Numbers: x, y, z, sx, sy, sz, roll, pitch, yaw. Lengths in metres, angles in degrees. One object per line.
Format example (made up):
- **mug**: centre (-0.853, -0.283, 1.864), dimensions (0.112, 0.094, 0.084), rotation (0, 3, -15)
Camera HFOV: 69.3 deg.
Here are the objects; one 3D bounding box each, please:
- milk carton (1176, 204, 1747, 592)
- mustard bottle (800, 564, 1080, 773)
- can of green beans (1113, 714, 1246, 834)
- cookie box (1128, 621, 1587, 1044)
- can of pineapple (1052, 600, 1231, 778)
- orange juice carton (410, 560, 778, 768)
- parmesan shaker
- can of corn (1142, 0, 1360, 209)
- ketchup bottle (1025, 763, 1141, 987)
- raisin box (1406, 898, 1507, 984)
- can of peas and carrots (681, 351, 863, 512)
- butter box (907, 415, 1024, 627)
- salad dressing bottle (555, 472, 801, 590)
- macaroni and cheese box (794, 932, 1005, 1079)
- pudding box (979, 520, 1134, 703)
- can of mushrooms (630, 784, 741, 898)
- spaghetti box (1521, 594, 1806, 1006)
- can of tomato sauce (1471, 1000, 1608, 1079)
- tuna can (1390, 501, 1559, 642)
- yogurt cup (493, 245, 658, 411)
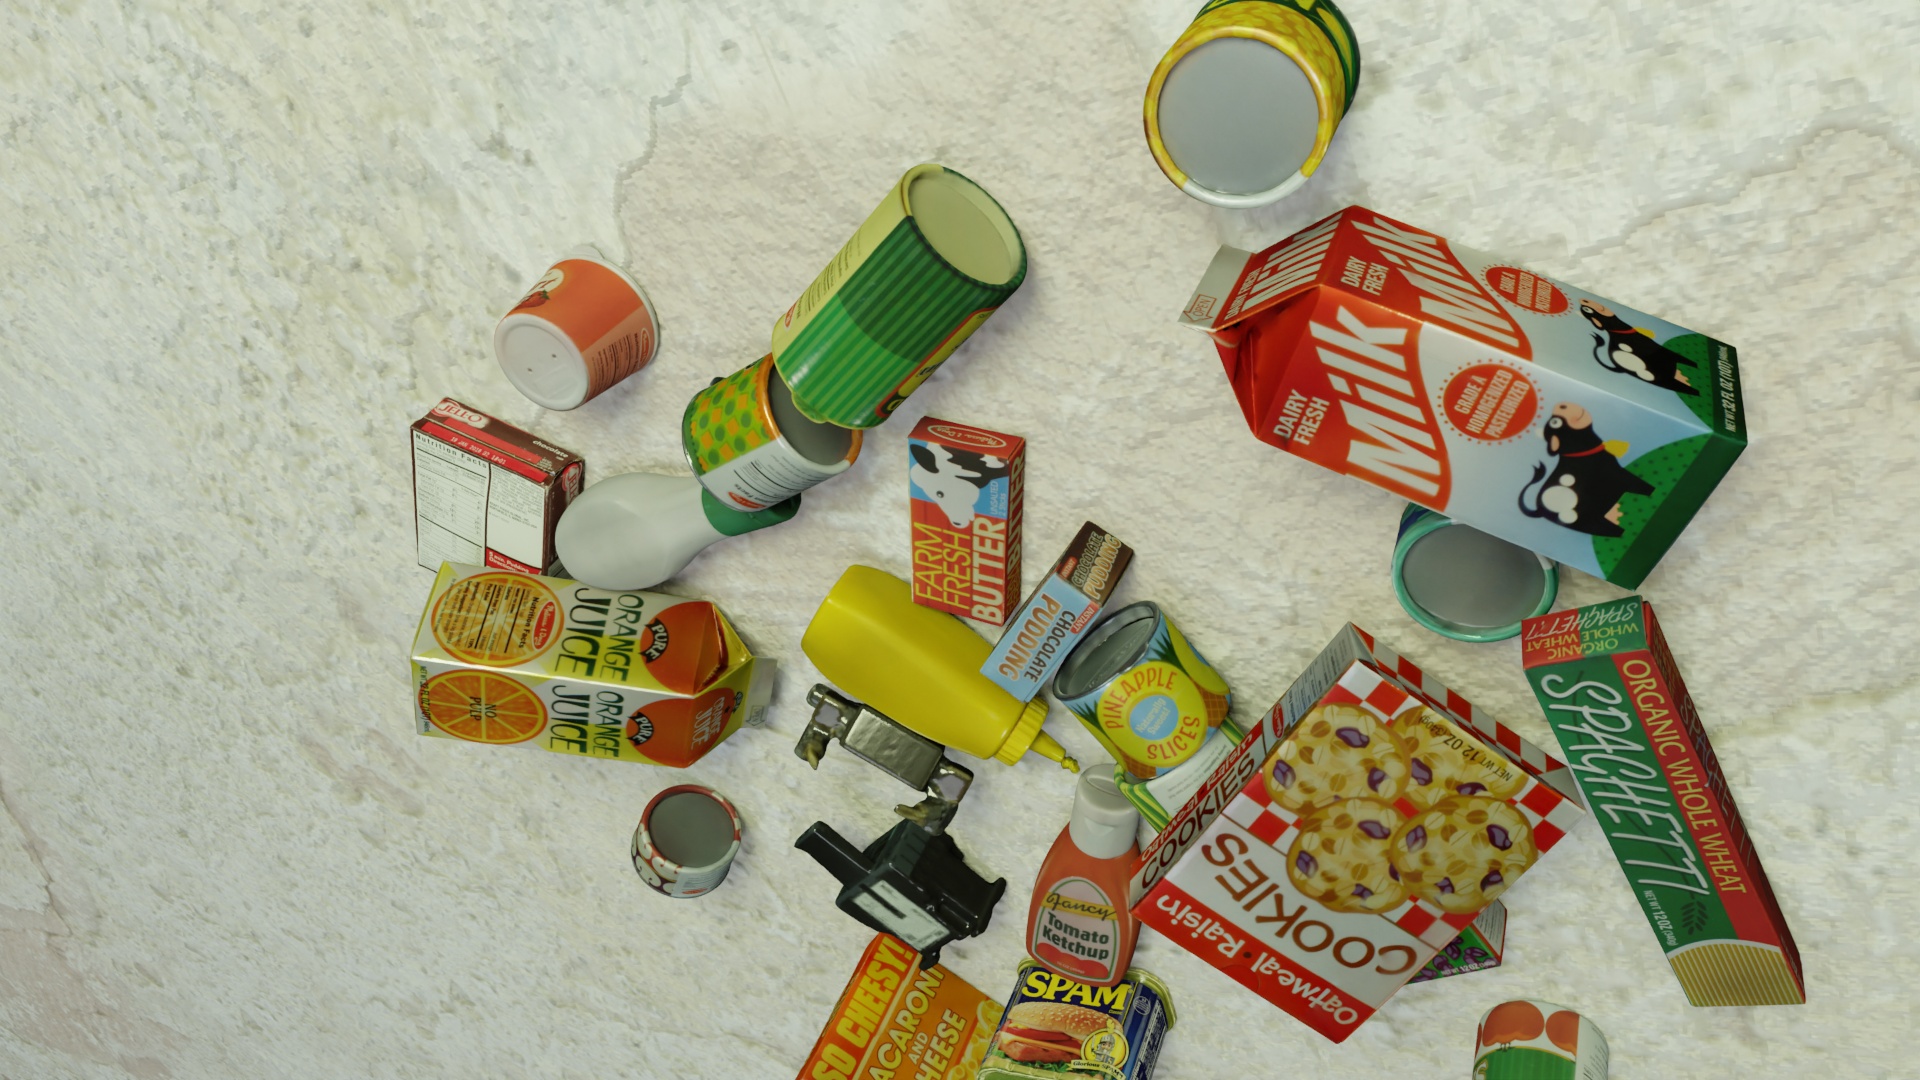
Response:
- **milk carton**: centre (0.178, -0.062, 0.519), dimensions (0.191, 0.073, 0.073), rotation (24, 132, 9)
- **mustard bottle**: centre (-0.005, 0.077, 0.731), dimensions (0.160, 0.049, 0.065), rotation (33, 133, -1)
- **can of green beans**: centre (0.119, 0.120, 0.691), dimensions (0.071, 0.071, 0.057), rotation (-30, 107, 39)
- **cookie box**: centre (0.173, 0.137, 0.629), dimensions (0.123, 0.040, 0.166), rotation (33, 114, -5)
- **can of pineapple**: centre (0.088, 0.073, 0.668), dimensions (0.058, 0.071, 0.070), rotation (47, 131, -13)
- **orange juice carton**: centre (-0.202, 0.074, 0.786), dimensions (0.193, 0.073, 0.071), rotation (9, 135, -9)
- **parmesan shaker**: centre (-0.028, -0.100, 0.593), dimensions (0.071, 0.072, 0.102), rotation (43, 131, -9)
- **can of corn**: centre (0.103, -0.161, 0.492), dimensions (0.071, 0.058, 0.070), rotation (13, 129, 17)
- **ketchup bottle**: centre (0.075, 0.187, 0.779), dimensions (0.065, 0.044, 0.148), rotation (17, 129, 15)
- **raisin box**: centre (0.205, 0.168, 0.702), dimensions (0.086, 0.040, 0.123), rotation (-29, 109, 39)
- **can of peas and carrots**: centre (-0.089, -0.055, 0.664), dimensions (0.058, 0.071, 0.071), rotation (-22, 112, 36)
- **butter box**: centre (0.002, -0.009, 0.680), dimensions (0.053, 0.024, 0.103), rotation (14, 129, 18)
- **salad dressing bottle**: centre (-0.151, -0.012, 0.742), dimensions (0.147, 0.044, 0.064), rotation (-14, 115, 32)
- **macaroni and cheese box**: centre (-0.012, 0.347, 0.888), dimensions (0.166, 0.124, 0.040), rotation (34, 131, 0)
- **pudding box**: centre (0.046, 0.036, 0.674), dimensions (0.030, 0.050, 0.083), rotation (35, 132, 1)
- **can of mushrooms**: centre (-0.177, 0.191, 0.893), dimensions (0.071, 0.071, 0.033), rotation (31, 132, 3)
- **spaghetti box**: centre (0.307, 0.122, 0.600), dimensions (0.050, 0.029, 0.249), rotation (-16, 124, 34)
- **can of tomato sauce**: centre (0.297, 0.292, 0.720), dimensions (0.071, 0.083, 0.070), rotation (14, 129, 17)
- **tuna can**: centre (0.214, 0.010, 0.582), dimensions (0.071, 0.033, 0.070), rotation (13, 128, 17)
- **yogurt cup**: centre (-0.192, -0.100, 0.688), dimensions (0.072, 0.054, 0.072), rotation (14, 130, 17)
